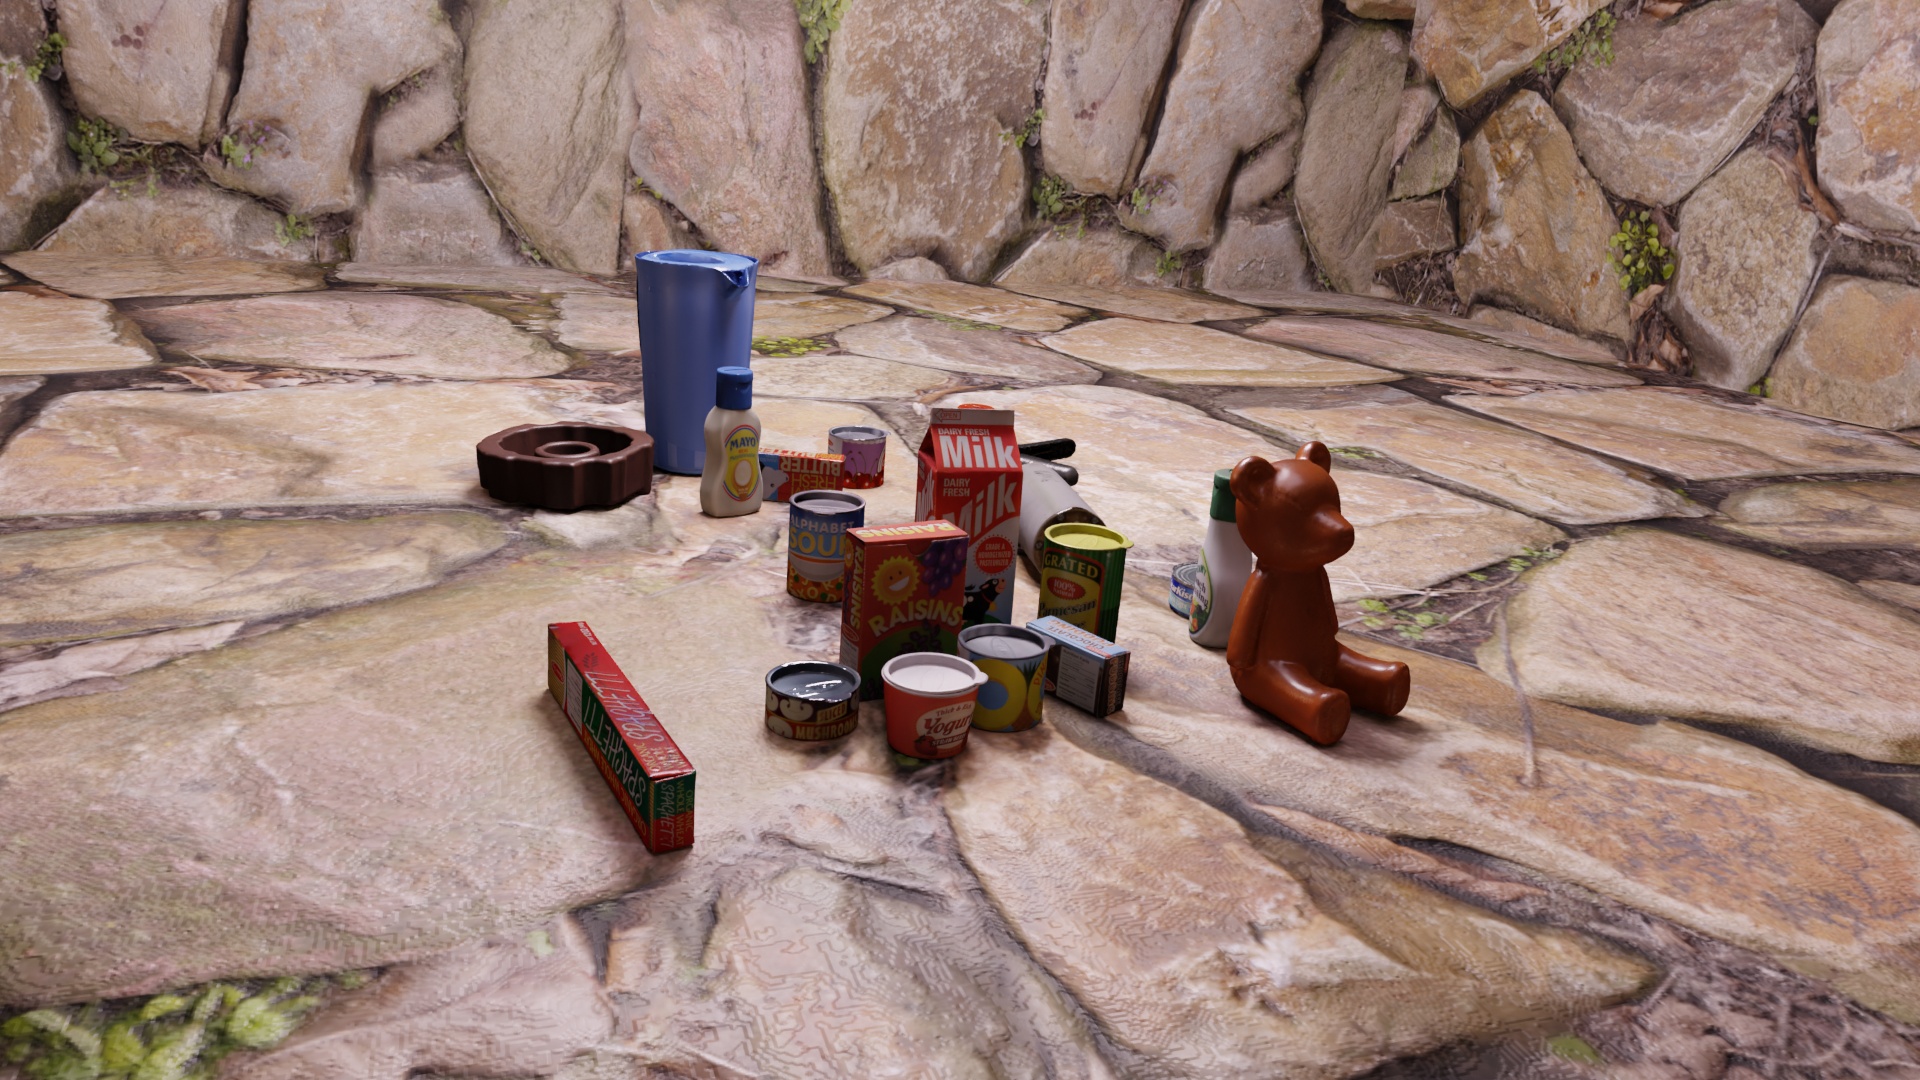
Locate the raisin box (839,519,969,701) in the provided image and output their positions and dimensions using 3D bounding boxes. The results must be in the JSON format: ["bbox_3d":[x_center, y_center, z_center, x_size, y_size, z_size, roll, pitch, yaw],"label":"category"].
[{"bbox_3d":[-0.043,0.051,1.023,0.086,0.123,0.040,-5,20,-28],"label":"raisin box"}]

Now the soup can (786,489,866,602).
[{"bbox_3d":[-0.118,0.005,1.210,0.071,0.083,0.071,4,17,-1],"label":"soup can"}]

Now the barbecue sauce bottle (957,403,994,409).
[{"bbox_3d":[0.009,-0.055,1.323,0.065,0.148,0.044,15,20,31],"label":"barbecue sauce bottle"}]

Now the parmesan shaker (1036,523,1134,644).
[{"bbox_3d":[0.098,0.045,1.108,0.071,0.102,0.071,4,17,-1],"label":"parmesan shaker"}]

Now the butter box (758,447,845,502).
[{"bbox_3d":[-0.175,-0.067,1.473,0.103,0.053,0.024,5,17,1],"label":"butter box"}]

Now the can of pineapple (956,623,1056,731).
[{"bbox_3d":[0.031,0.098,1.000,0.071,0.057,0.071,4,18,-1],"label":"can of pineapple"}]

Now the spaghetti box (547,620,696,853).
[{"bbox_3d":[-0.222,0.118,0.889,0.029,0.050,0.250,-5,20,-29],"label":"spaghetti box"}]

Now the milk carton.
[{"bbox_3d":[0.004,-0.014,1.127,0.072,0.189,0.073,0,18,-15],"label":"milk carton"}]

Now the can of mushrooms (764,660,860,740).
[{"bbox_3d":[-0.102,0.112,0.966,0.071,0.033,0.071,4,18,-1],"label":"can of mushrooms"}]

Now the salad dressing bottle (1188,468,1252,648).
[{"bbox_3d":[0.222,0.015,1.161,0.044,0.147,0.064,3,17,-4],"label":"salad dressing bottle"}]

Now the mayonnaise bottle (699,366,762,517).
[{"bbox_3d":[-0.230,-0.100,1.406,0.065,0.147,0.041,-11,23,-41],"label":"mayonnaise bottle"}]

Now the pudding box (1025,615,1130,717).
[{"bbox_3d":[0.085,0.093,1.042,0.030,0.049,0.084,-12,24,-42],"label":"pudding box"}]

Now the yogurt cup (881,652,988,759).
[{"bbox_3d":[-0.021,0.113,0.947,0.072,0.053,0.072,4,18,-1],"label":"yogurt cup"}]

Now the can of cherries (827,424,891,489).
[{"bbox_3d":[-0.114,-0.094,1.562,0.071,0.058,0.072,4,18,-1],"label":"can of cherries"}]
